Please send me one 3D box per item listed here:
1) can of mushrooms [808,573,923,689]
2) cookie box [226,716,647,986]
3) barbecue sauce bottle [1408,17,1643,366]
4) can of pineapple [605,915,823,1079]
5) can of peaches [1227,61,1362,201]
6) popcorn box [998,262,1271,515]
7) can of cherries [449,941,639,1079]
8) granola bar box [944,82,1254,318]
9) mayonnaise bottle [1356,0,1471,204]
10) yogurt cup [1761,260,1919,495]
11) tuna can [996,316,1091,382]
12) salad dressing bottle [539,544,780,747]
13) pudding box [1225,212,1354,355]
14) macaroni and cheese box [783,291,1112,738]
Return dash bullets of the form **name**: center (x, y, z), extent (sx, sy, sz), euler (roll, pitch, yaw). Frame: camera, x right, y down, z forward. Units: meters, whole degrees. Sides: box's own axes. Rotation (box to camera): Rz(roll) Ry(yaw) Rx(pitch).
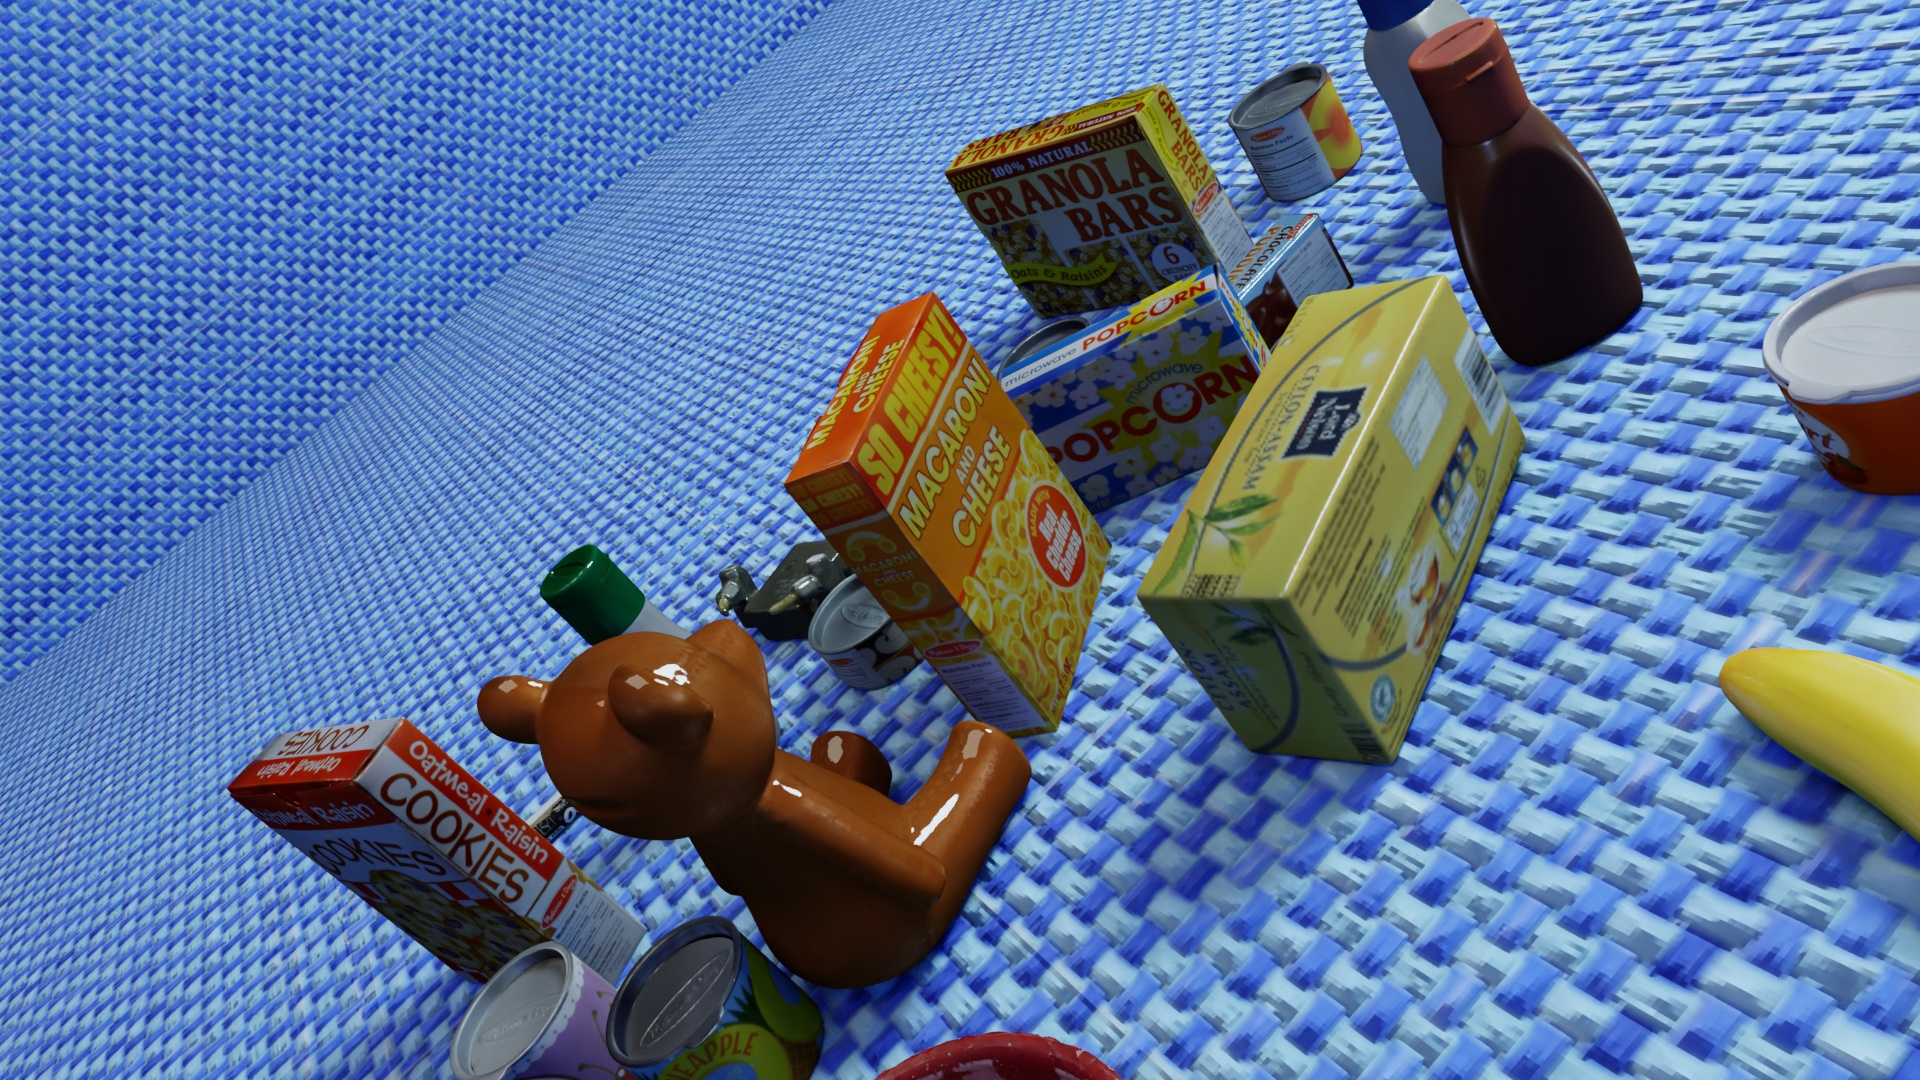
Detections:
- **can of mushrooms**: center (-0.043, 0.044, 0.741), extent (0.071, 0.033, 0.071), euler (-28, 30, 18)
- **cookie box**: center (-0.252, 0.155, 0.669), extent (0.122, 0.167, 0.040), euler (-12, 37, 39)
- **barbecue sauce bottle**: center (0.236, -0.147, 0.589), extent (0.065, 0.148, 0.044), euler (-31, 29, 11)
- **can of pineapple**: center (-0.097, 0.195, 0.552), extent (0.071, 0.057, 0.071), euler (-28, 30, 18)
- **can of peaches**: center (0.211, -0.257, 0.872), extent (0.071, 0.058, 0.071), euler (-28, 30, 18)
- **popcorn box**: center (0.093, -0.073, 0.705), extent (0.126, 0.085, 0.038), euler (-24, 31, 23)
- **can of cherries**: center (-0.177, 0.221, 0.603), extent (0.071, 0.058, 0.072), euler (-28, 30, 18)
- **granola bar box**: center (0.084, -0.206, 0.871), extent (0.165, 0.124, 0.039), euler (-1, 45, 48)
- **mayonnaise bottle**: center (0.245, -0.244, 0.722), extent (0.041, 0.147, 0.065), euler (-48, 30, -18)
- **yogurt cup**: center (0.312, -0.052, 0.463), extent (0.072, 0.053, 0.073), euler (-28, 30, 18)
- **tuna can**: center (0.056, -0.101, 0.843), extent (0.071, 0.032, 0.071), euler (-28, 30, 18)
- **salad dressing bottle**: center (-0.153, 0.065, 0.712), extent (0.064, 0.147, 0.044), euler (-7, 41, 44)
- **pudding box**: center (0.168, -0.131, 0.744), extent (0.084, 0.049, 0.030), euler (-47, 30, -17)
- **macaroni and cheese box**: center (0.001, -0.010, 0.630), extent (0.040, 0.166, 0.124), euler (-17, 34, 33)
